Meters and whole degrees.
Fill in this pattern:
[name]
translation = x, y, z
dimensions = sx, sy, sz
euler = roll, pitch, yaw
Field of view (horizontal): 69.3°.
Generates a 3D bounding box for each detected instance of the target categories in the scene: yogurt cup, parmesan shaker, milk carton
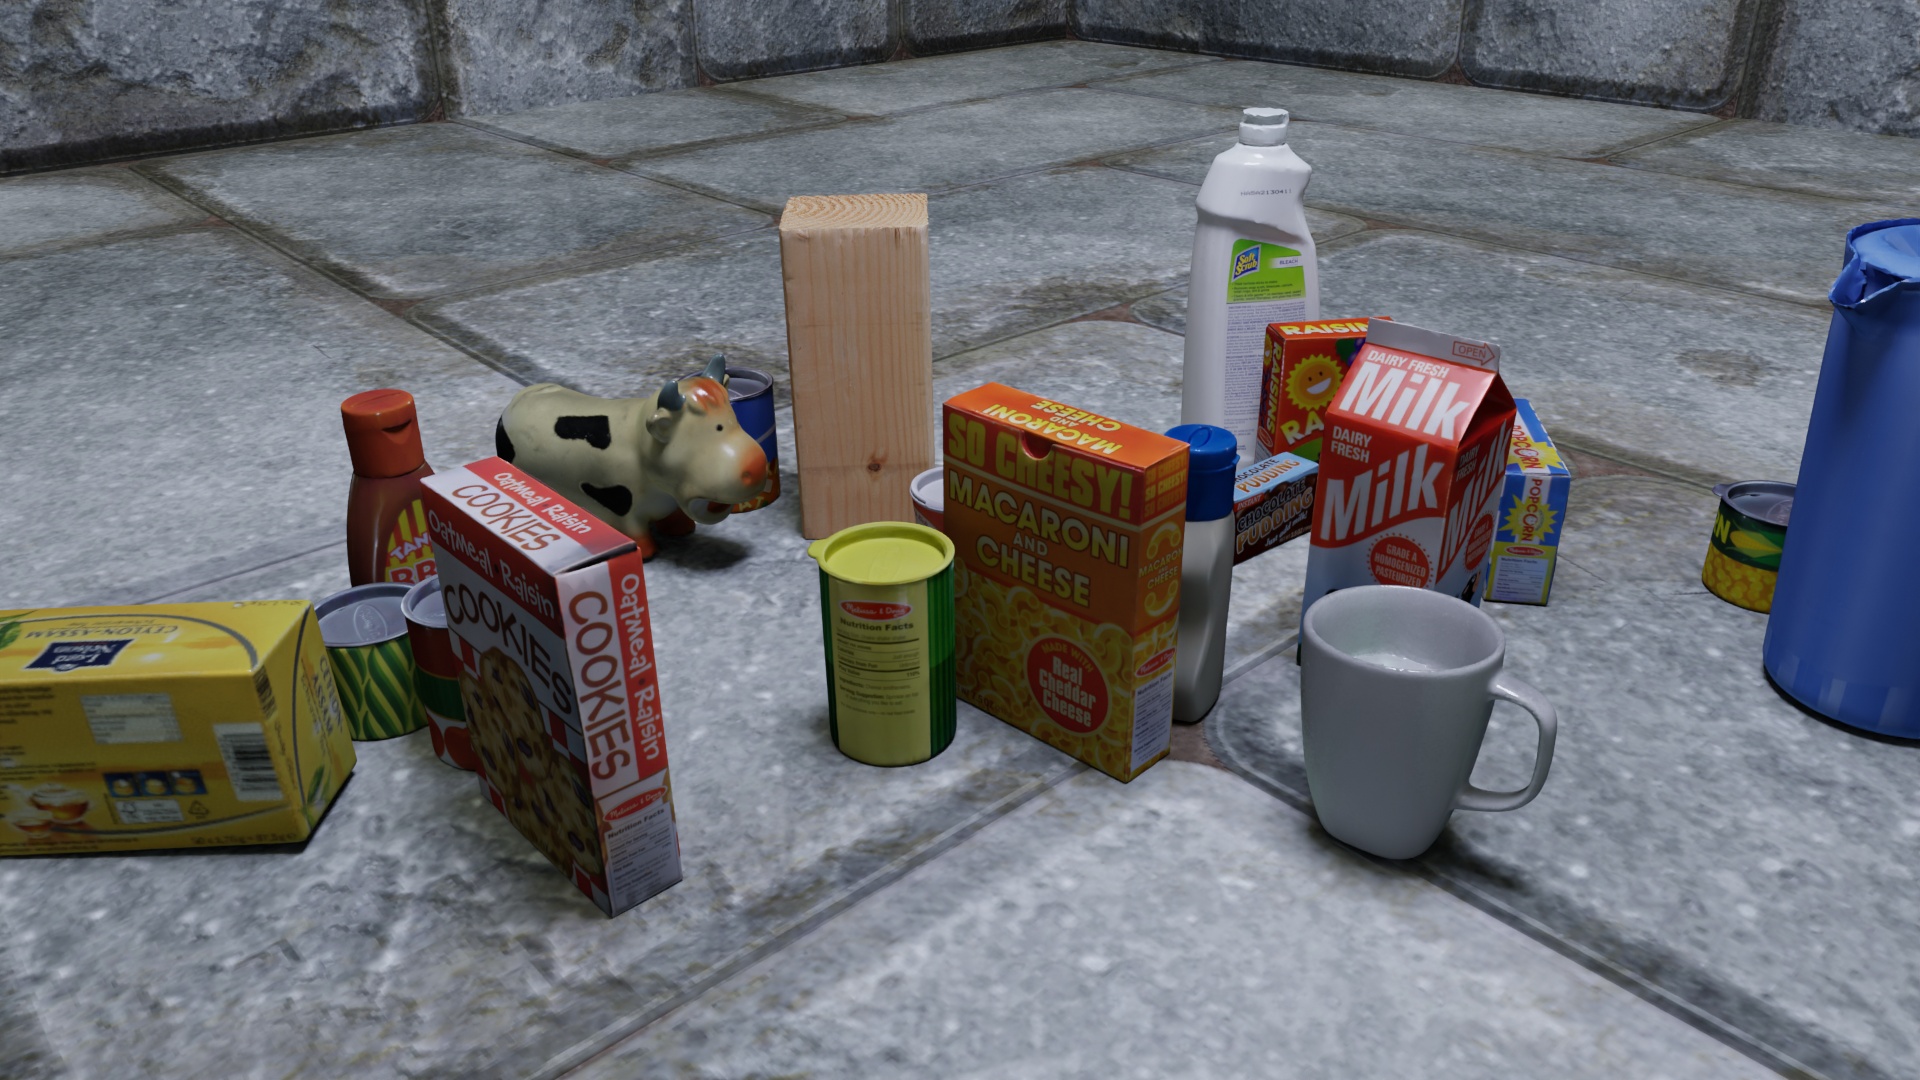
[yogurt cup]
translation = 0.003, -0.011, 0.865
dimensions = 0.072, 0.053, 0.073
euler = -1, 26, 0
[parmesan shaker]
translation = -0.038, 0.050, 0.688
dimensions = 0.071, 0.102, 0.071
euler = -1, 26, 0
[milk carton]
translation = 0.232, -0.018, 0.722
dimensions = 0.072, 0.189, 0.074
euler = 21, 34, 37

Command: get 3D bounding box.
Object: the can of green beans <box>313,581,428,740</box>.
[can of green beans]
translation = -0.302, 0.062, 0.721
dimensions = 0.071, 0.057, 0.071
euler = -1, 26, 0

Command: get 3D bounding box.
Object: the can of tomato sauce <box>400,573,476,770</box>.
[can of tomato sauce]
translation = -0.237, 0.062, 0.693
dimensions = 0.071, 0.082, 0.071
euler = -1, 26, 0

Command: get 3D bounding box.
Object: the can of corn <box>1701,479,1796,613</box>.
[can of corn]
translation = 0.477, 0.003, 0.821
dimensions = 0.071, 0.058, 0.071
euler = -1, 26, 0

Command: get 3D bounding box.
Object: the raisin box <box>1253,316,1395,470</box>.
[raisin box]
translation = 0.245, -0.084, 0.928
dimensions = 0.086, 0.122, 0.040
euler = -3, 26, -5

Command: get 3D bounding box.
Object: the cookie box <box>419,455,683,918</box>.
[cookie box]
translation = -0.176, 0.060, 0.600
dimensions = 0.040, 0.166, 0.123
euler = -23, 34, -37

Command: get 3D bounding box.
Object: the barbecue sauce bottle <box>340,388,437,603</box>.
[barbecue sauce bottle]
translation = -0.306, -0.008, 0.760
dimensions = 0.044, 0.147, 0.065
euler = 19, 32, 34

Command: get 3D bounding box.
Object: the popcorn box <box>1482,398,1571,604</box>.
[popcorn box]
translation = 0.337, -0.028, 0.856
dimensions = 0.038, 0.084, 0.127
euler = 4, 27, 9

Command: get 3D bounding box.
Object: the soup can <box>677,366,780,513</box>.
[soup can]
translation = -0.161, -0.069, 0.951
dimensions = 0.071, 0.083, 0.071
euler = -1, 26, 0

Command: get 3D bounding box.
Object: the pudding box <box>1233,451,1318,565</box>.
[pudding box]
translation = 0.190, -0.021, 0.886
dimensions = 0.084, 0.049, 0.030
euler = -21, 32, -34

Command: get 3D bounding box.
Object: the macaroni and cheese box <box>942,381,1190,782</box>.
[macaroni and cheese box]
translation = 0.047, 0.019, 0.678
dimensions = 0.124, 0.165, 0.040
euler = 22, 34, 38

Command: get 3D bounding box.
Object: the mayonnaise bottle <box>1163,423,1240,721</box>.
[mayonnaise bottle]
translation = 0.117, 0.015, 0.705
dimensions = 0.041, 0.147, 0.065
euler = 9, 28, 19
